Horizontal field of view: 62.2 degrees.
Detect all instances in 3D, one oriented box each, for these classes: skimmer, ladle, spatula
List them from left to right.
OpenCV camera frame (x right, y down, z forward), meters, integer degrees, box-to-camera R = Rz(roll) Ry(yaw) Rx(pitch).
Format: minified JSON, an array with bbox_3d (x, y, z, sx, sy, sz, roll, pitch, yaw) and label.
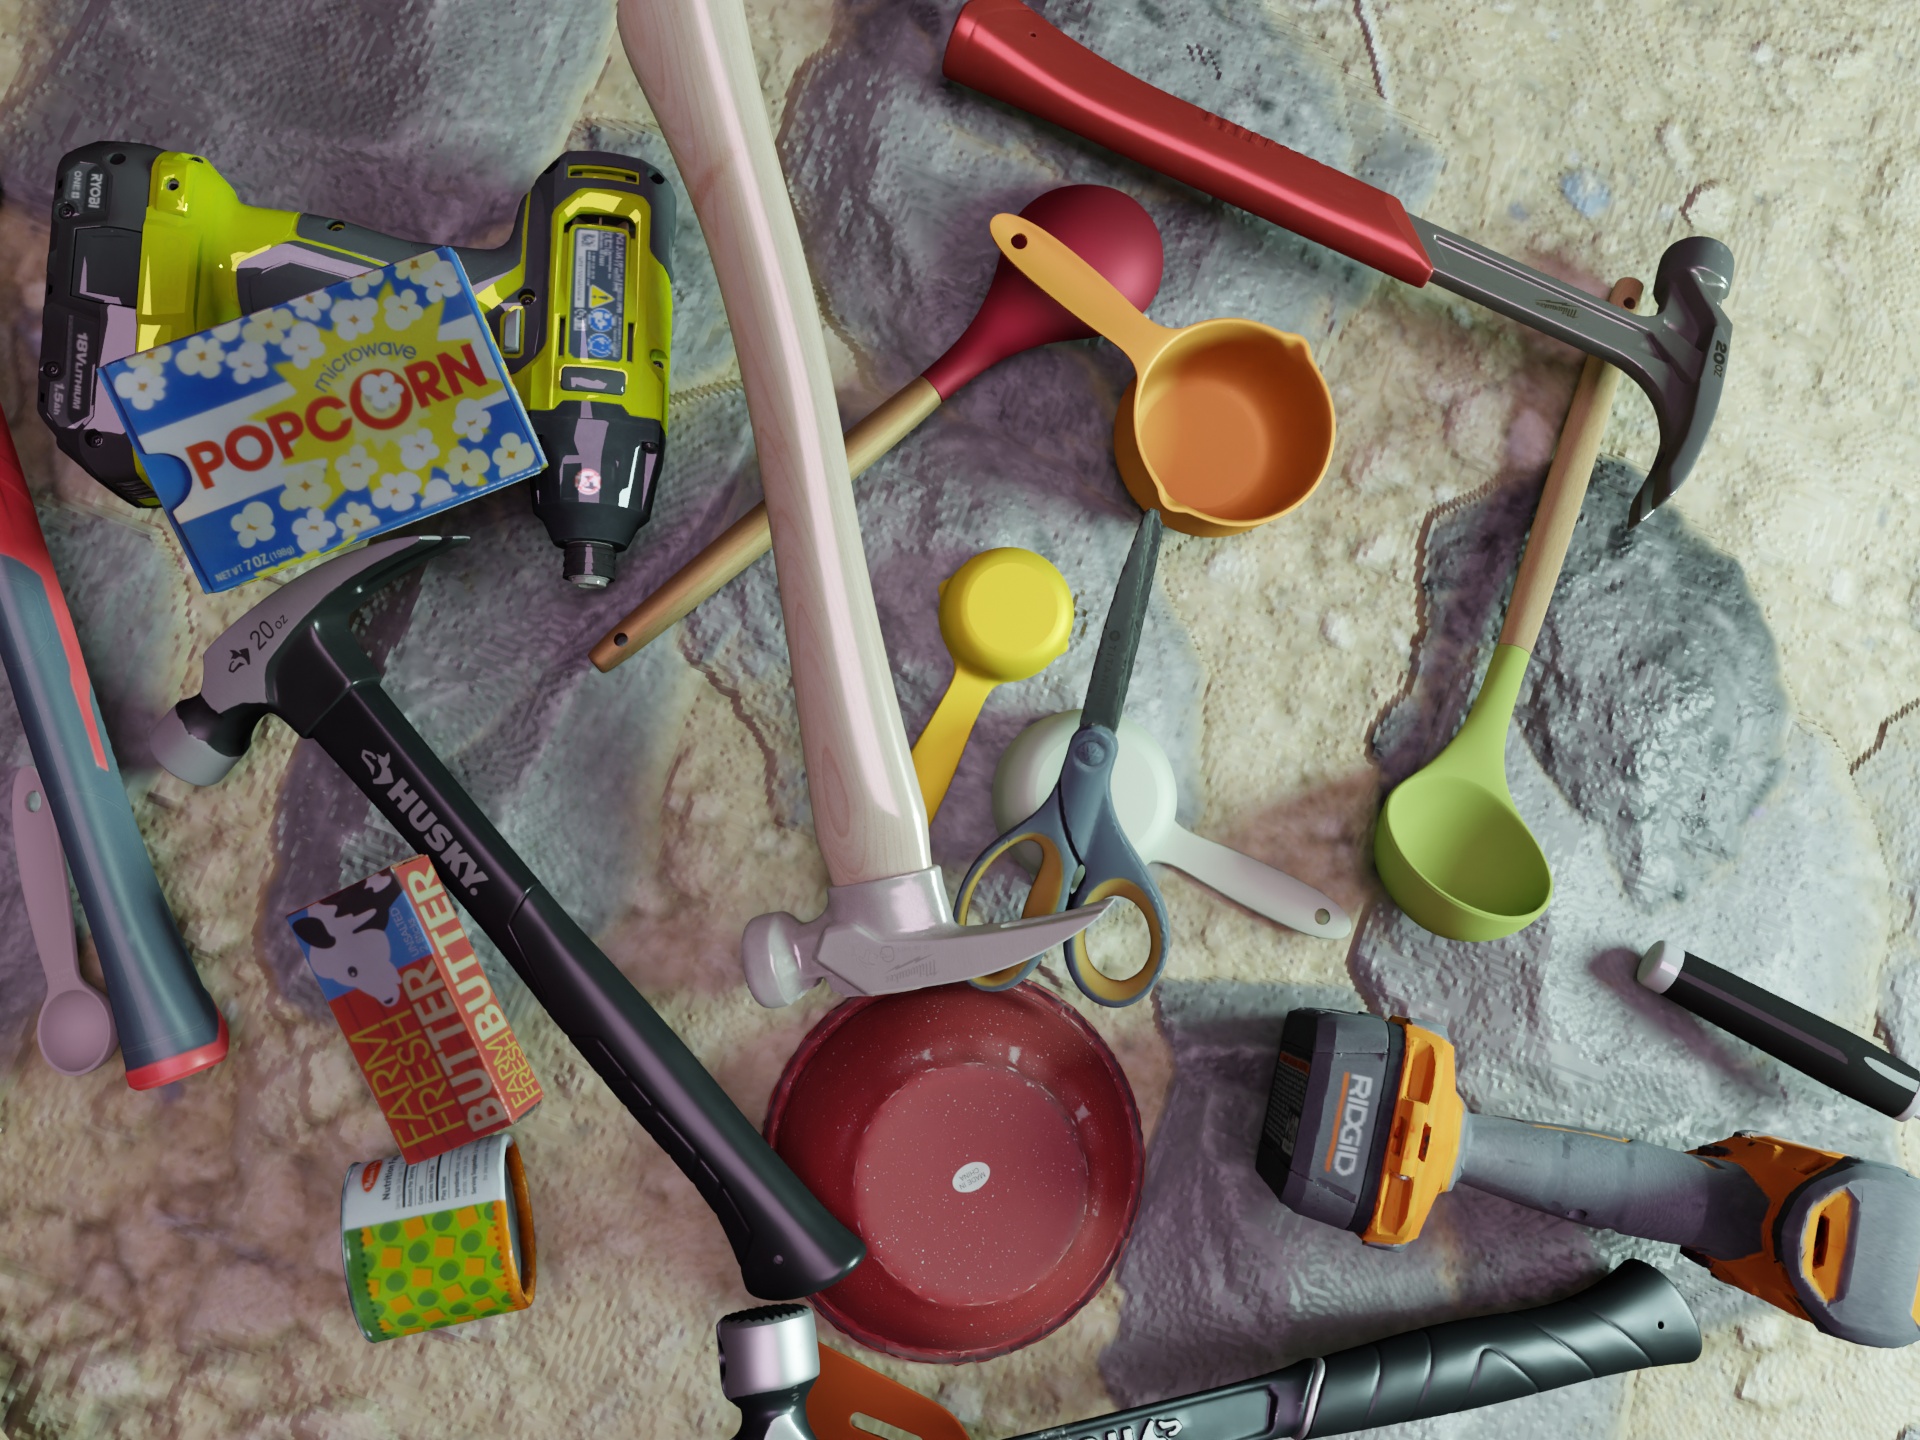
[{"bbox_3d":[-0.033,-0.126,0.677,0.315,0.031,0.069,-41,89,-8],"label":"ladle"},{"bbox_3d":[0.082,0.317,0.645,0.322,0.041,0.081,12,83,-10],"label":"spatula"},{"bbox_3d":[0.254,-0.057,0.691,0.078,0.062,0.320,22,79,-4],"label":"ladle"},{"bbox_3d":[0.461,0.195,0.702,0.363,0.090,0.127,28,84,7],"label":"skimmer"}]

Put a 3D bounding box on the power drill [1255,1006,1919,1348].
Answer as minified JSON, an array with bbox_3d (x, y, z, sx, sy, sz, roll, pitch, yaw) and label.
[{"bbox_3d":[0.237,0.175,0.625,0.226,0.164,0.084,13,82,7],"label":"power drill"}]

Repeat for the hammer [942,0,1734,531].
[{"bbox_3d":[0.157,-0.214,0.684,0.359,0.036,0.149,25,64,1],"label":"hammer"}]

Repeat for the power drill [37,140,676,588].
[{"bbox_3d":[-0.228,-0.142,0.630,0.223,0.080,0.171,2,83,-10],"label":"power drill"}]

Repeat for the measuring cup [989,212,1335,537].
[{"bbox_3d":[0.077,-0.148,0.676,0.173,0.052,0.095,40,81,-3],"label":"measuring cup"}]

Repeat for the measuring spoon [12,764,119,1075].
[{"bbox_3d":[-0.349,0.077,0.622,0.034,0.018,0.124,-19,80,14],"label":"measuring spoon"}]

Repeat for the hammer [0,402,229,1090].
[{"bbox_3d":[-0.351,-0.050,0.580,0.038,0.143,0.386,-18,90,-5],"label":"hammer"}]

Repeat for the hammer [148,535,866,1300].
[{"bbox_3d":[-0.154,0.080,0.598,0.146,0.035,0.335,-42,86,14],"label":"hammer"}]

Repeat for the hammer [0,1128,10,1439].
[{"bbox_3d":[-0.340,0.265,0.554,0.130,0.031,0.331,-42,76,-11],"label":"hammer"}]

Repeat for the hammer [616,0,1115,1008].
[{"bbox_3d":[-0.052,-0.099,0.615,0.146,0.038,0.410,-12,92,14],"label":"hammer"}]

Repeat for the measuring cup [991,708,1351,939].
[{"bbox_3d":[0.093,0.052,0.665,0.167,0.038,0.083,26,81,-2],"label":"measuring cup"}]

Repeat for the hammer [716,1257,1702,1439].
[{"bbox_3d":[0.116,0.267,0.604,0.408,0.036,0.149,-3,76,-20],"label":"hammer"}]

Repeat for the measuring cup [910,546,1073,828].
[{"bbox_3d":[-0.001,-0.002,0.664,0.062,0.029,0.156,27,80,-4],"label":"measuring cup"}]
